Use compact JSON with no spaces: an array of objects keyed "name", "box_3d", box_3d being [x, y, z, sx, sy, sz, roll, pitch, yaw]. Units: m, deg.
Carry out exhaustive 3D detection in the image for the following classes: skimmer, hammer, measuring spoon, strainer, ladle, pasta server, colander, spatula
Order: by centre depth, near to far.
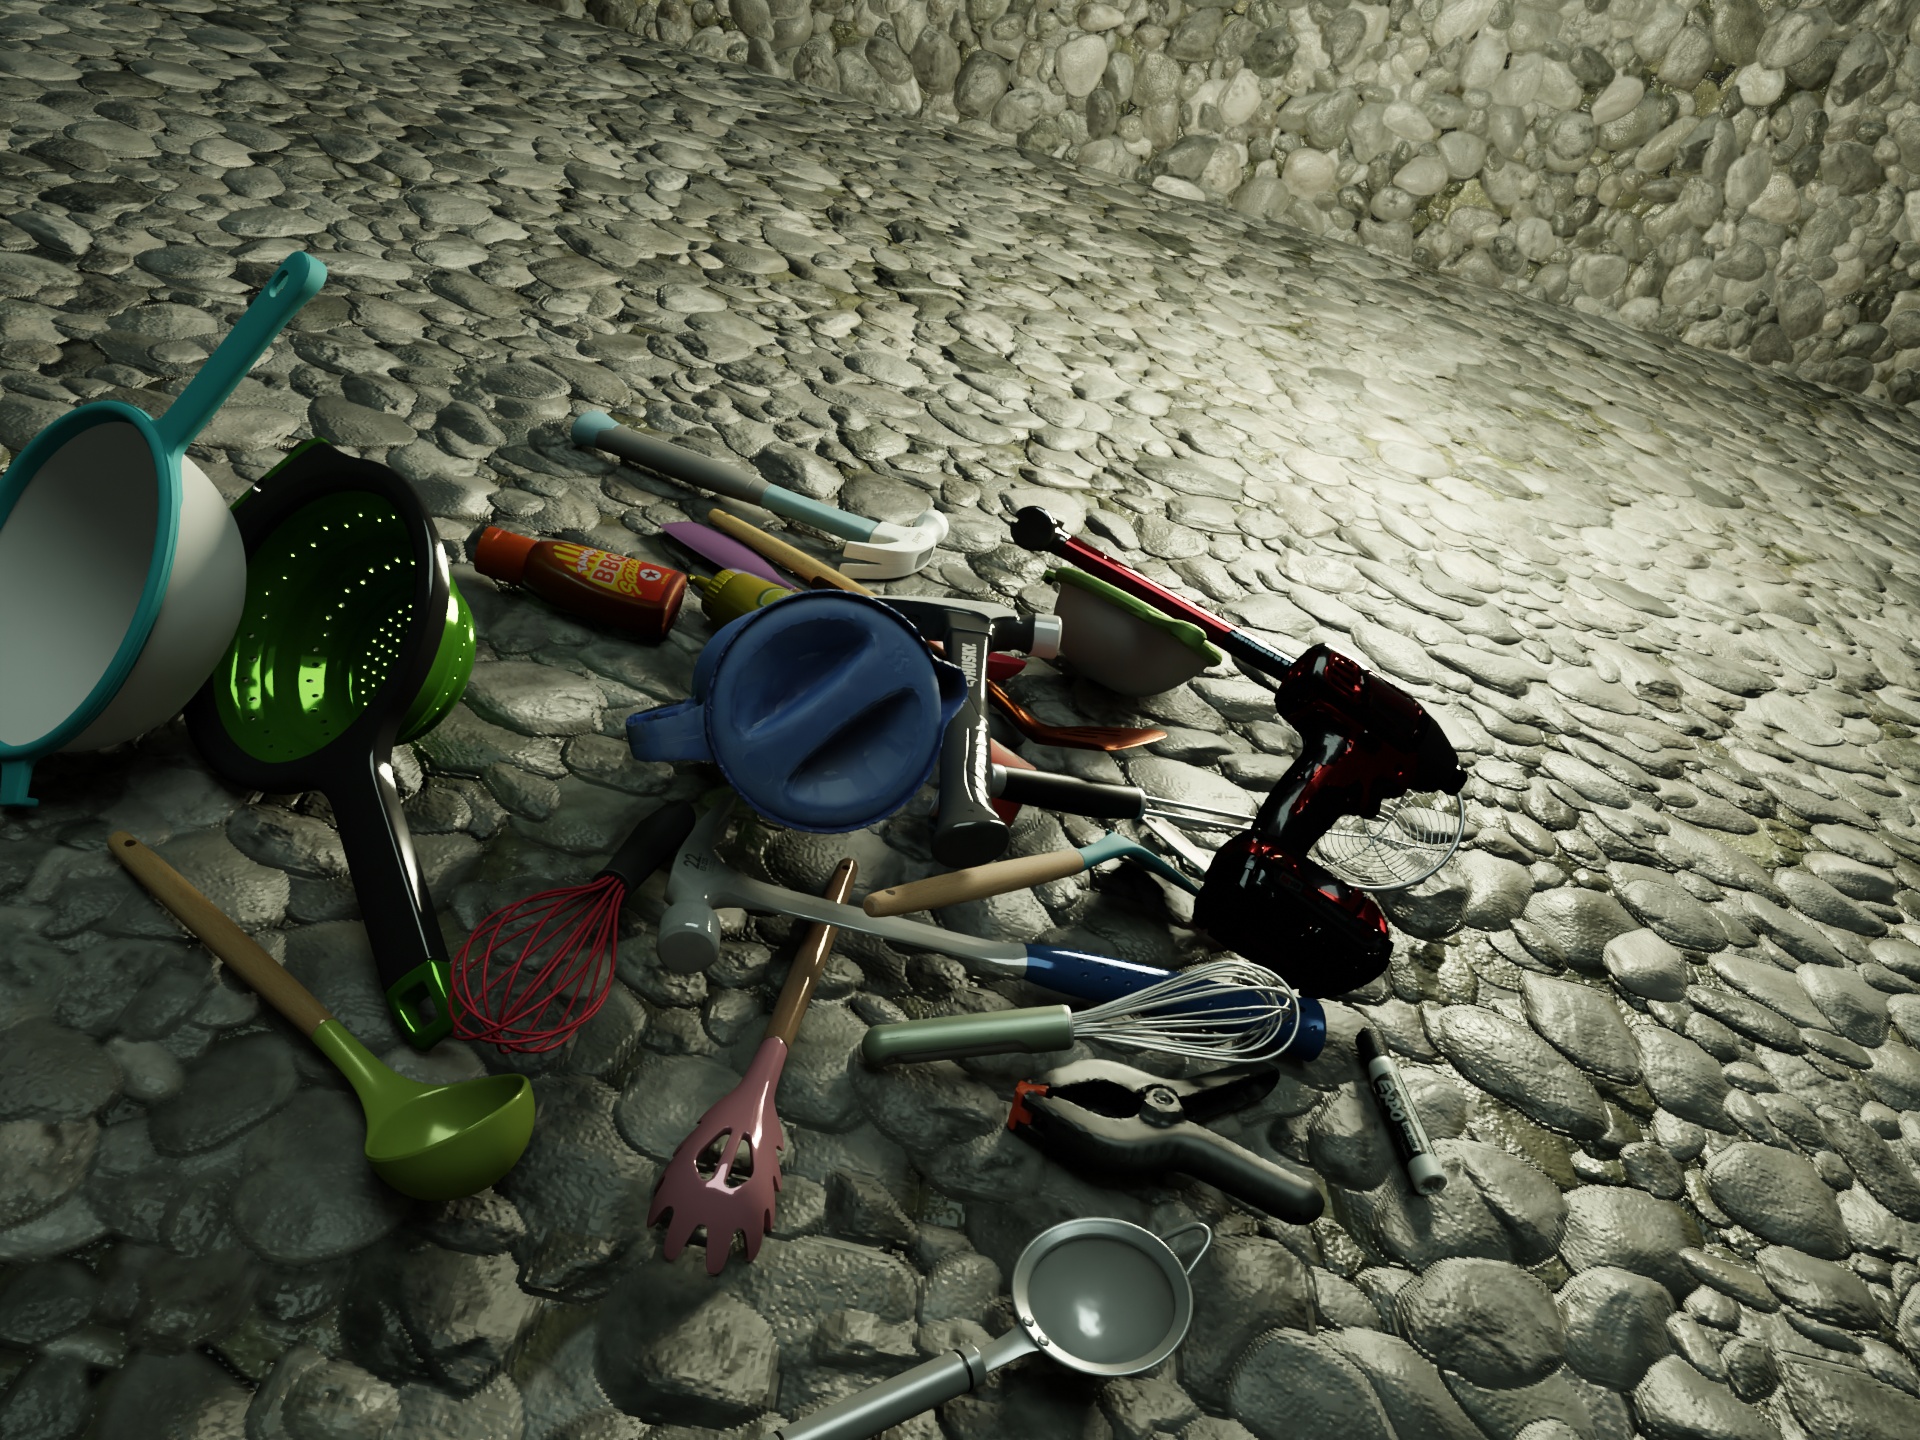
[{"name":"strainer","box_3d":[0.009,0.291,0.723,0.258,0.050,0.087,-12,37,-30]},{"name":"ladle","box_3d":[-0.331,0.130,0.788,0.320,0.062,0.078,31,36,25]},{"name":"pasta server","box_3d":[-0.097,0.169,0.873,0.060,0.040,0.316,18,28,0]},{"name":"strainer","box_3d":[-0.441,-0.115,0.908,0.211,0.340,0.095,50,13,32]},{"name":"colander","box_3d":[-0.330,0.016,0.923,0.094,0.204,0.397,31,27,-58]},{"name":"hammer","box_3d":[0.026,0.135,0.942,0.405,0.035,0.144,15,28,-12]},{"name":"spatula","box_3d":[0.052,0.100,0.964,0.082,0.044,0.317,31,22,35]},{"name":"hammer","box_3d":[-0.002,-0.003,1.033,0.146,0.035,0.335,8,27,-3]},{"name":"skimmer","box_3d":[0.185,0.048,1.089,0.363,0.090,0.127,11,49,-29]},{"name":"measuring spoon","box_3d":[0.159,0.100,1.115,0.034,0.018,0.124,2,28,-35]},{"name":"spatula","box_3d":[0.004,-0.042,1.178,0.323,0.041,0.081,33,26,30]},{"name":"strainer","box_3d":[0.135,-0.053,1.219,0.151,0.069,0.256,29,3,-9]},{"name":"spatula","box_3d":[-0.112,-0.087,1.256,0.316,0.018,0.059,33,26,24]},{"name":"ladle","box_3d":[-0.084,-0.102,1.286,0.315,0.031,0.069,30,14,22]},{"name":"hammer","box_3d":[0.223,-0.077,1.369,0.386,0.038,0.143,31,9,10]},{"name":"hammer","box_3d":[-0.180,-0.200,1.383,0.331,0.033,0.128,21,31,6]}]

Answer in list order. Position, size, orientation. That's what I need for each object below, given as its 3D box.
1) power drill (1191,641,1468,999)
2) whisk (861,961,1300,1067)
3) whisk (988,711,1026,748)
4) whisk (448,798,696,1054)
[{"name":"power drill","box_3d":[0.252,0.065,1.050,0.143,0.078,0.220,34,59,-7]},{"name":"whisk","box_3d":[0.068,0.171,0.885,0.246,0.057,0.059,-5,60,-3]},{"name":"whisk","box_3d":[-0.062,-0.007,1.140,0.238,0.055,0.055,10,33,-21]},{"name":"whisk","box_3d":[-0.197,0.099,0.864,0.073,0.073,0.296,19,19,2]}]
